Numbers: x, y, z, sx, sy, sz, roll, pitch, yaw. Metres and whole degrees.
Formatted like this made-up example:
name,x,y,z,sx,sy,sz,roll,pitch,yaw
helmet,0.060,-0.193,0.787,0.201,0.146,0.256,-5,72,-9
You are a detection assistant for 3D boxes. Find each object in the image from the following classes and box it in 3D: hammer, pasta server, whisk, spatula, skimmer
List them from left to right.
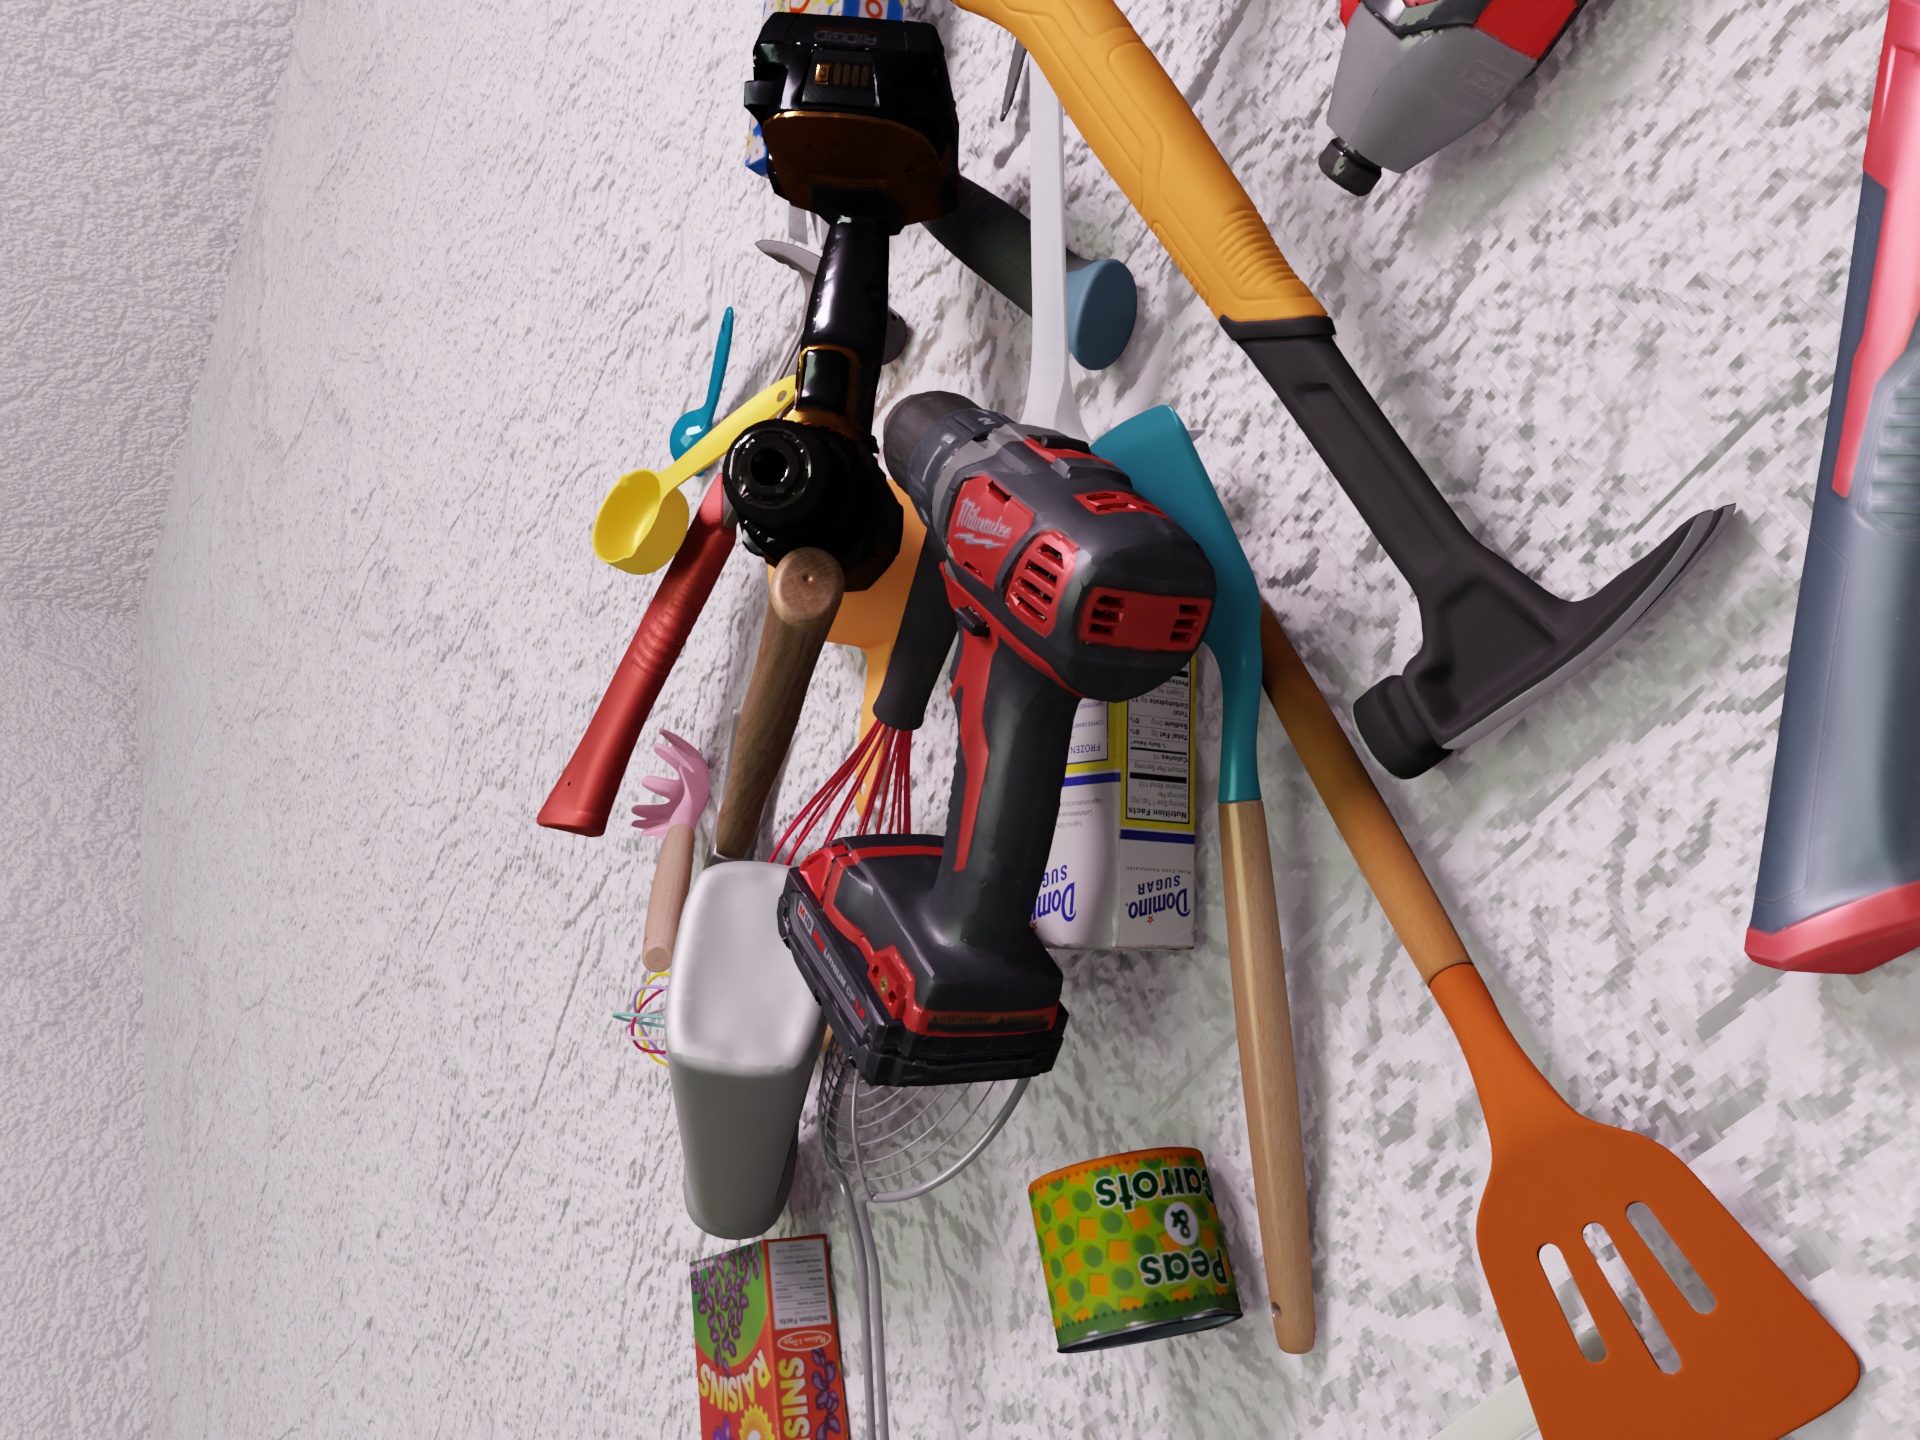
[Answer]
name,x,y,z,sx,sy,sz,roll,pitch,yaw
pasta server,-0.153,0.065,0.821,0.316,0.040,0.060,-120,50,-76
hammer,-0.152,-0.093,0.898,0.359,0.036,0.149,-60,40,13
whisk,-0.113,0.158,0.837,0.245,0.051,0.047,-11,52,49
hammer,-0.093,0.012,0.741,0.331,0.031,0.130,119,162,-63
whisk,-0.034,0.013,0.711,0.073,0.073,0.295,54,133,45
skimmer,-0.010,0.273,0.683,0.127,0.090,0.363,7,100,59
hammer,-0.009,-0.255,0.774,0.331,0.033,0.128,52,124,46
hammer,0.035,-0.285,0.596,0.144,0.035,0.405,22,118,57
spatula,0.088,0.055,0.545,0.082,0.044,0.317,161,105,-68
hammer,0.094,-0.151,0.511,0.127,0.034,0.337,-45,71,41
whisk,0.118,0.258,0.490,0.246,0.057,0.059,-53,14,29
spatula,0.144,0.064,0.495,0.081,0.041,0.323,-33,46,15
hammer,0.232,-0.130,0.405,0.143,0.038,0.386,11,93,56

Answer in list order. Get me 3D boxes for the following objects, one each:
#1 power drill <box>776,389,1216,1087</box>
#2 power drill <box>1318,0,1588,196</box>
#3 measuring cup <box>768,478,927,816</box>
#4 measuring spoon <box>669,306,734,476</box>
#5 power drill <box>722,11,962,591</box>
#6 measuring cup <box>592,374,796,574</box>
name,x,y,z,sx,sy,sz,roll,pitch,yaw
power drill,-0.001,-0.002,0.585,0.188,0.080,0.226,49,129,52
power drill,0.132,-0.289,0.546,0.143,0.078,0.220,-56,46,34
measuring cup,-0.061,-0.040,0.791,0.095,0.052,0.174,-11,73,54
measuring spoon,-0.158,-0.199,0.960,0.128,0.021,0.042,116,145,-49
power drill,-0.054,-0.170,0.661,0.185,0.084,0.226,-2,-82,-85
measuring cup,-0.136,-0.132,0.855,0.156,0.029,0.062,-33,51,22
